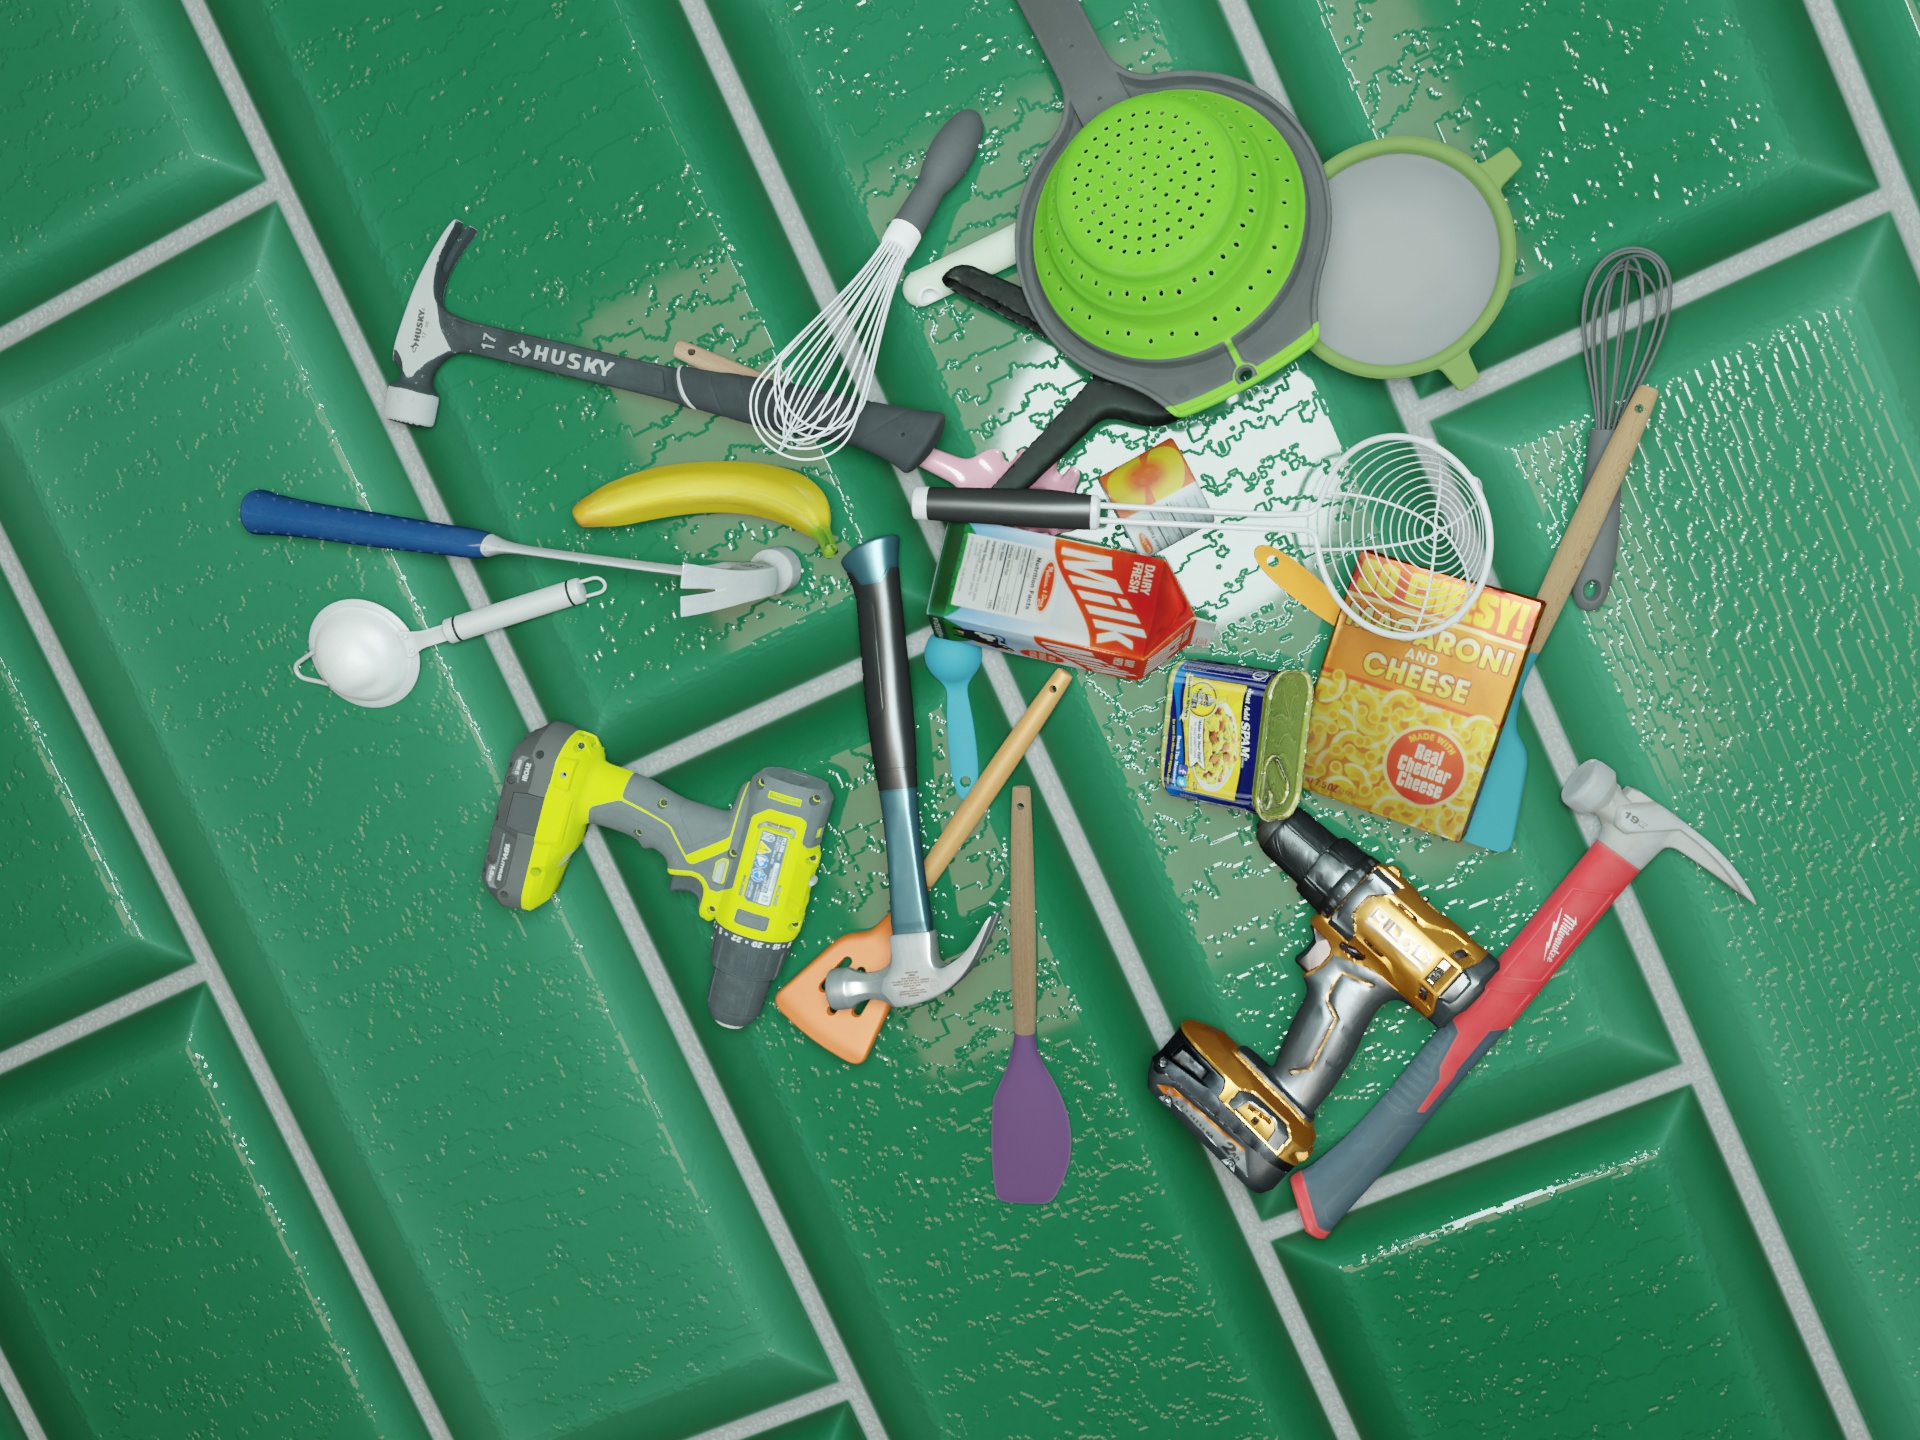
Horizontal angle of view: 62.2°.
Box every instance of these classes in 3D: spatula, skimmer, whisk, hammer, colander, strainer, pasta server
[{"bbox_3d":[0.389,-0.068,1.057,0.082,0.044,0.317,25,111,18],"label":"spatula"},{"bbox_3d":[0.143,-0.123,1.003,0.363,0.090,0.127,4,109,9],"label":"skimmer"},{"bbox_3d":[-0.055,-0.296,1.059,0.070,0.070,0.285,26,76,3],"label":"whisk"},{"bbox_3d":[-0.208,-0.242,1.114,0.409,0.036,0.149,14,97,11],"label":"hammer"},{"bbox_3d":[0.089,-0.390,1.005,0.204,0.094,0.397,-28,79,15],"label":"colander"},{"bbox_3d":[-0.047,0.035,1.123,0.128,0.033,0.331,-7,88,14],"label":"hammer"},{"bbox_3d":[0.049,0.203,1.162,0.060,0.018,0.316,-1,98,7],"label":"spatula"},{"bbox_3d":[0.432,-0.191,1.055,0.055,0.055,0.239,4,102,7],"label":"whisk"},{"bbox_3d":[0.231,-0.308,1.054,0.256,0.069,0.151,10,99,11],"label":"strainer"},{"bbox_3d":[0.072,-0.342,1.083,0.246,0.057,0.059,-22,59,12],"label":"whisk"},{"bbox_3d":[-0.383,-0.065,1.175,0.258,0.050,0.086,-17,110,6],"label":"strainer"},{"bbox_3d":[-0.327,-0.123,1.126,0.405,0.144,0.035,9,104,13],"label":"hammer"},{"bbox_3d":[-0.016,0.098,1.143,0.081,0.041,0.322,36,101,10],"label":"spatula"},{"bbox_3d":[0.375,0.220,1.113,0.143,0.038,0.386,36,100,0],"label":"hammer"},{"bbox_3d":[-0.060,-0.203,1.117,0.316,0.040,0.060,24,80,5],"label":"pasta server"}]

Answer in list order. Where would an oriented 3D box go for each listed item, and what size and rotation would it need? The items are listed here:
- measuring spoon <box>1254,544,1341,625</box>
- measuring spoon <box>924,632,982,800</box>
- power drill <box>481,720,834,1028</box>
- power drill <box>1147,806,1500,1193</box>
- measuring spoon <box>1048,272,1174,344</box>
[{"bbox_3d":[0.252,-0.084,1.107,0.117,0.011,0.021,40,108,5],"label":"measuring spoon"},{"bbox_3d":[-0.002,-0.004,1.141,0.042,0.021,0.128,-5,97,8],"label":"measuring spoon"},{"bbox_3d":[-0.220,0.108,1.157,0.228,0.080,0.190,17,99,2],"label":"power drill"},{"bbox_3d":[0.228,0.186,1.100,0.185,0.084,0.226,44,100,18],"label":"power drill"},{"bbox_3d":[0.105,-0.280,1.101,0.124,0.018,0.034,26,97,-3],"label":"measuring spoon"}]
